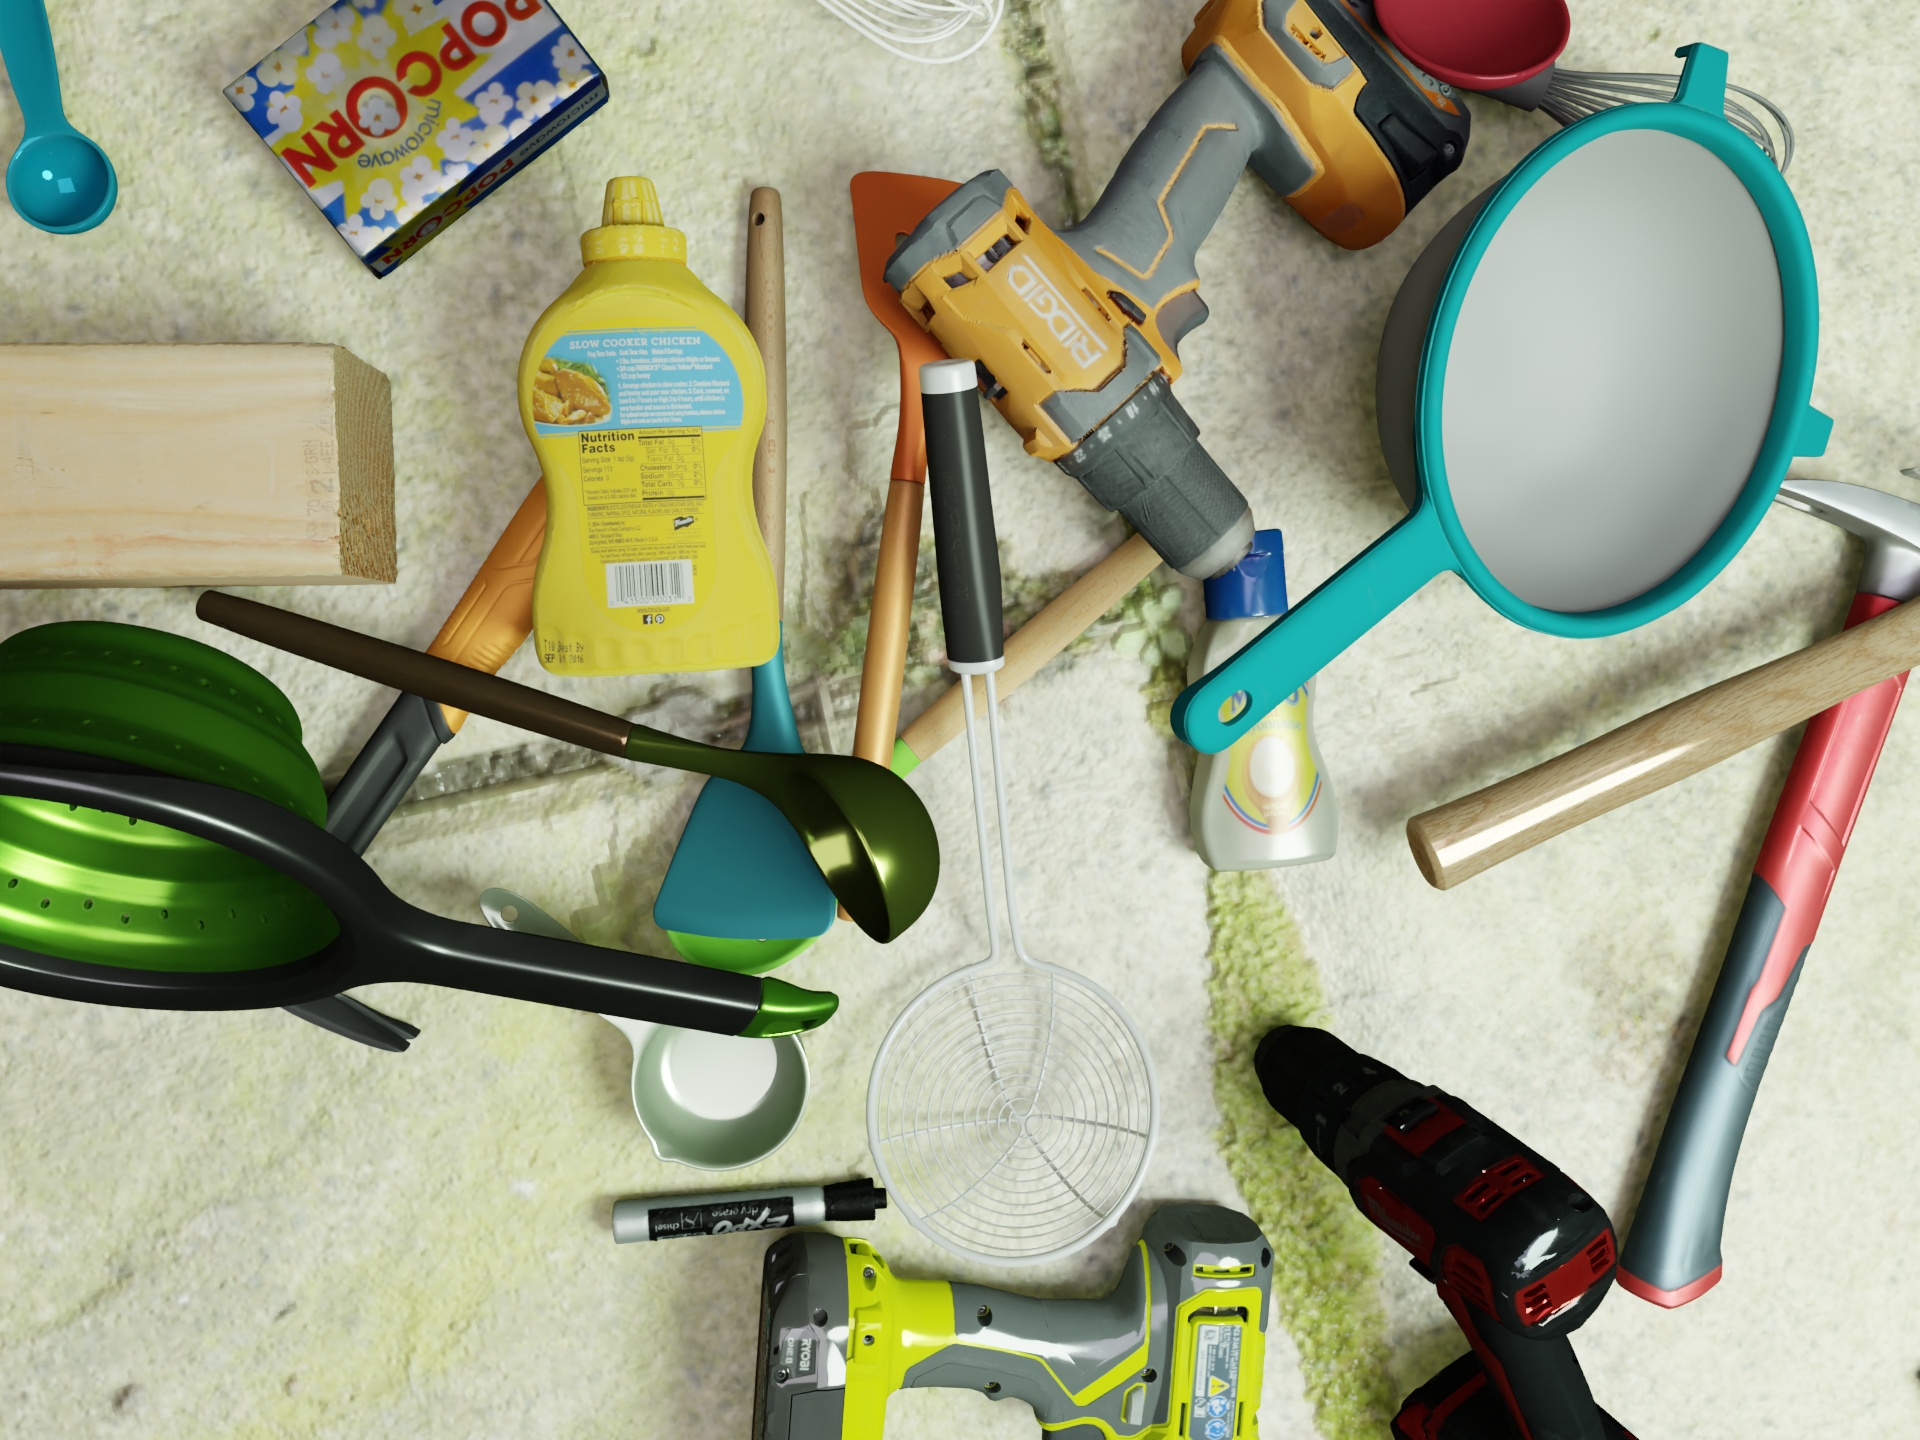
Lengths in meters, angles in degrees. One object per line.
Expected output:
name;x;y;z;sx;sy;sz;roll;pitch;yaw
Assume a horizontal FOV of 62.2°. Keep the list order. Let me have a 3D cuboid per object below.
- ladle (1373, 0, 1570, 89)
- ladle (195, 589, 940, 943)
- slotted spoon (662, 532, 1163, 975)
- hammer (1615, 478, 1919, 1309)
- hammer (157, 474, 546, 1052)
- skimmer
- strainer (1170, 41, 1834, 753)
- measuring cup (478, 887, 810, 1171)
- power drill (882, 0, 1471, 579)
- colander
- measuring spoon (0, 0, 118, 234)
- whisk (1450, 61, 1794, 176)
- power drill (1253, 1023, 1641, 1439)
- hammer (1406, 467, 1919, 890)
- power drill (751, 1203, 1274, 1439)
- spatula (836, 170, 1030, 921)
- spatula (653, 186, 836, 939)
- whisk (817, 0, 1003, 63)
ladle;0.140;-0.372;0.643;0.069;0.031;0.315;-27;77;-10
ladle;-0.159;0.010;0.625;0.320;0.078;0.062;18;58;5
slotted spoon;-0.001;-0.002;0.700;0.314;0.031;0.070;-41;80;-4
hammer;0.369;0.083;0.741;0.143;0.038;0.386;19;92;-6
hammer;-0.201;-0.025;0.673;0.127;0.034;0.337;34;90;-7
skimmer;0.009;0.043;0.642;0.127;0.090;0.363;-3;109;10
strainer;0.202;-0.107;0.663;0.340;0.095;0.210;-38;118;-9
measuring cup;-0.138;0.125;0.690;0.167;0.038;0.083;40;89;-5
power drill;0.106;-0.186;0.656;0.226;0.084;0.185;-44;98;-12
colander;-0.234;0.048;0.610;0.397;0.204;0.095;14;57;-21
measuring spoon;-0.373;-0.258;0.650;0.042;0.021;0.128;-15;86;-4
whisk;0.253;-0.278;0.701;0.239;0.055;0.055;18;92;-2
power drill;0.212;0.245;0.686;0.080;0.188;0.226;-29;115;-14
hammer;0.351;-0.010;0.700;0.331;0.031;0.130;-24;95;-2
power drill;0.023;0.305;0.702;0.223;0.080;0.171;4;94;-9
spatula;-0.026;-0.076;0.677;0.081;0.041;0.322;7;91;-8
spatula;-0.086;-0.069;0.676;0.082;0.044;0.317;0;92;18
whisk;-0.099;-0.336;0.657;0.246;0.058;0.059;20;100;-3
